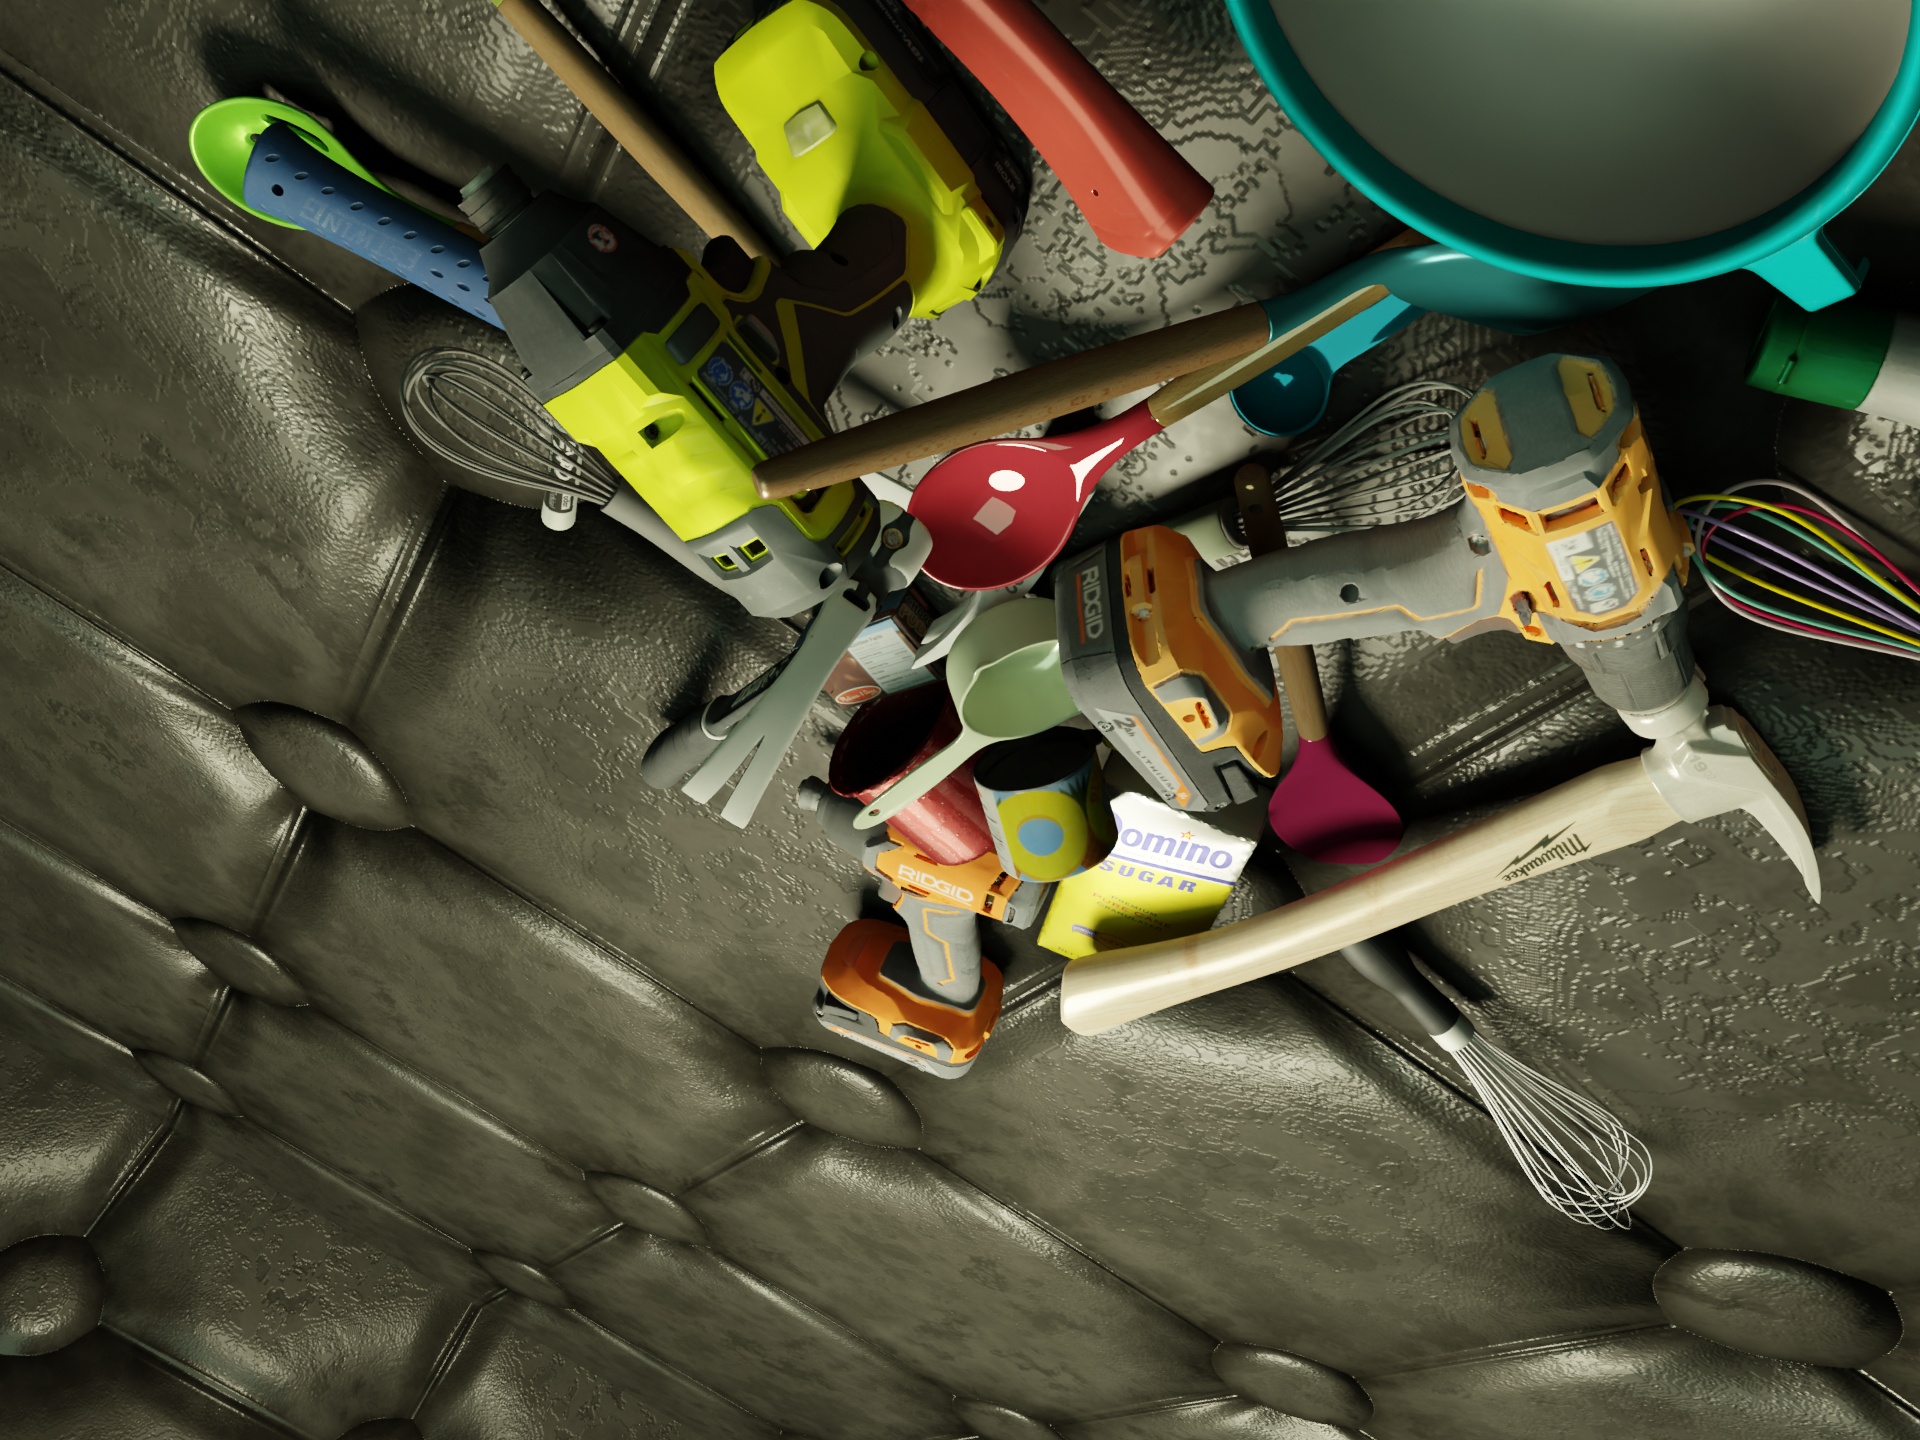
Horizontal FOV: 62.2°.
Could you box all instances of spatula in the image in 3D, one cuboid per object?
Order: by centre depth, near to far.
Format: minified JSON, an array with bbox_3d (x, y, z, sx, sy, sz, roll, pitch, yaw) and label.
[{"bbox_3d":[0.083,-0.118,0.543,0.082,0.317,0.044,-178,69,-77],"label":"spatula"}]

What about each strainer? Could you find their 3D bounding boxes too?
[{"bbox_3d":[0.134,-0.259,0.485,0.341,0.095,0.210,28,161,34],"label":"strainer"}]

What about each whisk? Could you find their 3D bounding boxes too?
[{"bbox_3d":[0.389,-0.031,0.625,0.245,0.051,0.047,25,137,-3],"label":"whisk"},{"bbox_3d":[0.130,-0.091,0.707,0.246,0.059,0.058,-17,89,46],"label":"whisk"},{"bbox_3d":[-0.181,-0.116,0.831,0.238,0.055,0.055,31,144,-26],"label":"whisk"},{"bbox_3d":[0.308,0.201,0.934,0.284,0.070,0.070,45,139,-14],"label":"whisk"}]

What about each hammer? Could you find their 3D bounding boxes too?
[{"bbox_3d":[-0.045,-0.298,0.529,0.359,0.037,0.149,42,154,-12],"label":"hammer"},{"bbox_3d":[-0.143,-0.158,0.756,0.405,0.035,0.144,27,134,-7],"label":"hammer"},{"bbox_3d":[0.220,0.101,0.831,0.410,0.038,0.146,-29,119,37],"label":"hammer"},{"bbox_3d":[-0.124,0.001,0.839,0.036,0.149,0.409,35,162,-12],"label":"hammer"}]

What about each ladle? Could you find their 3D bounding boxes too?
[{"bbox_3d":[0.100,-0.139,0.646,0.315,0.031,0.069,-28,117,35],"label":"ladle"},{"bbox_3d":[-0.172,-0.274,0.660,0.078,0.062,0.320,-22,124,40],"label":"ladle"}]

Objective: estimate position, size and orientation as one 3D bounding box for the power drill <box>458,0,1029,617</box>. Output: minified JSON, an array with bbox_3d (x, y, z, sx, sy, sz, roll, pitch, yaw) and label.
[{"bbox_3d":[-0.070,-0.170,0.580,0.080,0.223,0.171,-17,125,41],"label":"power drill"}]

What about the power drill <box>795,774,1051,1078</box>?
[{"bbox_3d":[-0.035,0.124,1.022,0.164,0.084,0.226,22,138,8],"label":"power drill"}]

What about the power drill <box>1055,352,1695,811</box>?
[{"bbox_3d":[0.175,-0.036,0.639,0.226,0.084,0.185,-20,140,24],"label":"power drill"}]

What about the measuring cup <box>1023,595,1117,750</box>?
[{"bbox_3d":[0.060,-0.041,0.825,0.156,0.029,0.062,42,141,-1],"label":"measuring cup"}]

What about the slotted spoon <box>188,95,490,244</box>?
[{"bbox_3d":[-0.222,-0.222,0.771,0.314,0.031,0.070,25,139,0],"label":"slotted spoon"}]

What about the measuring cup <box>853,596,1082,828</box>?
[{"bbox_3d":[-0.001,-0.003,0.803,0.167,0.038,0.083,-39,144,27],"label":"measuring cup"}]

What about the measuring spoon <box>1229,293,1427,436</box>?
[{"bbox_3d":[0.162,-0.160,0.633,0.042,0.021,0.128,47,129,-10],"label":"measuring spoon"}]

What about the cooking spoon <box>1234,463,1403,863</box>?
[{"bbox_3d":[0.165,-0.011,0.757,0.069,0.017,0.318,-1,146,21],"label":"cooking spoon"}]
